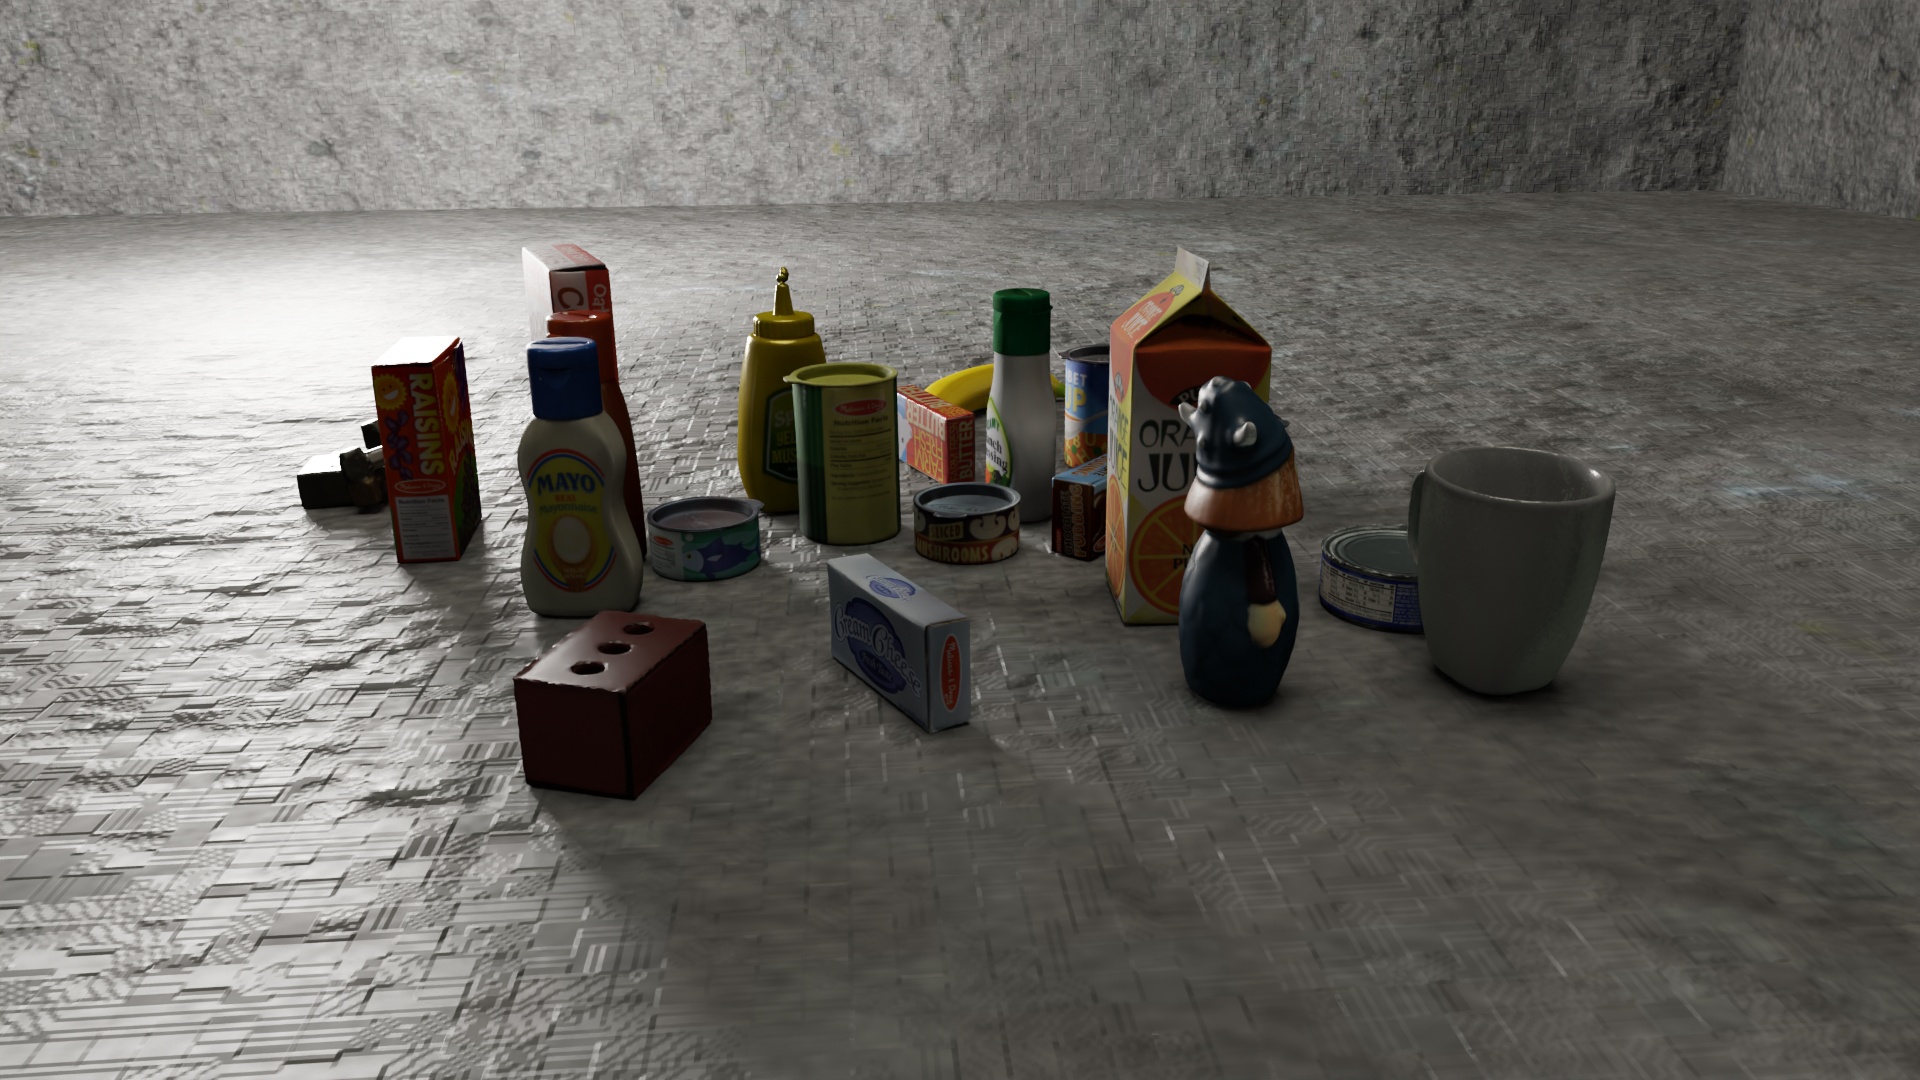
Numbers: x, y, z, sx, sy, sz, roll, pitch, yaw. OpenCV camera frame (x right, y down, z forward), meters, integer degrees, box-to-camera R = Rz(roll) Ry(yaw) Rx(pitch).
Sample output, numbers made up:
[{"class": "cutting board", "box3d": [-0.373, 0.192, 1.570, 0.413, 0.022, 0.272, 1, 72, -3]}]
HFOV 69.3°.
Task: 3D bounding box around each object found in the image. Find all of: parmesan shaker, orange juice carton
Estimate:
[{"class": "parmesan shaker", "box3d": [-0.074, -0.055, 0.875, 0.071, 0.102, 0.071, 0, 19, 0]}, {"class": "orange juice carton", "box3d": [0.119, -0.057, 0.741, 0.073, 0.192, 0.072, -1, 19, -2]}]

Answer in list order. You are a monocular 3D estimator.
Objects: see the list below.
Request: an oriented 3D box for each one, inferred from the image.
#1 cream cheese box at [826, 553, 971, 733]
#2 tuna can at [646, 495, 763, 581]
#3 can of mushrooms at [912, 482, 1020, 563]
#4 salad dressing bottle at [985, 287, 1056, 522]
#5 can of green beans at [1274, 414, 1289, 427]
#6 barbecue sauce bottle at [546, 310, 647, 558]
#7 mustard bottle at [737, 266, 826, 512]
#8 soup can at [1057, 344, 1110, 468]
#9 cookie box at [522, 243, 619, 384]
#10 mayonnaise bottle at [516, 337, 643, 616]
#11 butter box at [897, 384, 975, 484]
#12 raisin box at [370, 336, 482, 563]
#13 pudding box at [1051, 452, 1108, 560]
[{"class": "cream cheese box", "box3d": [-0.031, 0.046, 0.660, 0.024, 0.053, 0.104, -11, 22, -29]}, {"class": "tuna can", "box3d": [-0.150, -0.002, 0.831, 0.071, 0.032, 0.071, 0, 19, 0]}, {"class": "can of mushrooms", "box3d": [0.003, -0.011, 0.851, 0.071, 0.033, 0.071, 0, 19, 0]}, {"class": "salad dressing bottle", "box3d": [0.039, -0.087, 0.898, 0.044, 0.147, 0.064, -5, 19, -14]}, {"class": "can of green beans", "box3d": [0.182, -0.055, 0.939, 0.071, 0.057, 0.071, 0, 19, 0]}, {"class": "barbecue sauce bottle", "box3d": [-0.220, -0.060, 0.823, 0.065, 0.148, 0.044, 14, 23, 35]}, {"class": "mustard bottle", "box3d": [-0.116, -0.099, 0.916, 0.065, 0.159, 0.049, -9, 21, -24]}, {"class": "soup can", "box3d": [0.107, -0.097, 1.022, 0.071, 0.083, 0.071, 0, 19, 0]}, {"class": "cookie box", "box3d": [-0.259, -0.110, 0.937, 0.040, 0.166, 0.123, -9, 21, -23]}, {"class": "mayonnaise bottle", "box3d": [-0.208, -0.033, 0.748, 0.065, 0.147, 0.041, -1, 19, -1]}, {"class": "butter box", "box3d": [-0.022, -0.077, 1.012, 0.024, 0.053, 0.103, -10, 21, -25]}, {"class": "raisin box", "box3d": [-0.327, -0.058, 0.857, 0.040, 0.123, 0.086, -3, 19, -7]}, {"class": "pudding box", "box3d": [0.089, -0.024, 0.864, 0.030, 0.049, 0.084, 12, 23, 32]}]
